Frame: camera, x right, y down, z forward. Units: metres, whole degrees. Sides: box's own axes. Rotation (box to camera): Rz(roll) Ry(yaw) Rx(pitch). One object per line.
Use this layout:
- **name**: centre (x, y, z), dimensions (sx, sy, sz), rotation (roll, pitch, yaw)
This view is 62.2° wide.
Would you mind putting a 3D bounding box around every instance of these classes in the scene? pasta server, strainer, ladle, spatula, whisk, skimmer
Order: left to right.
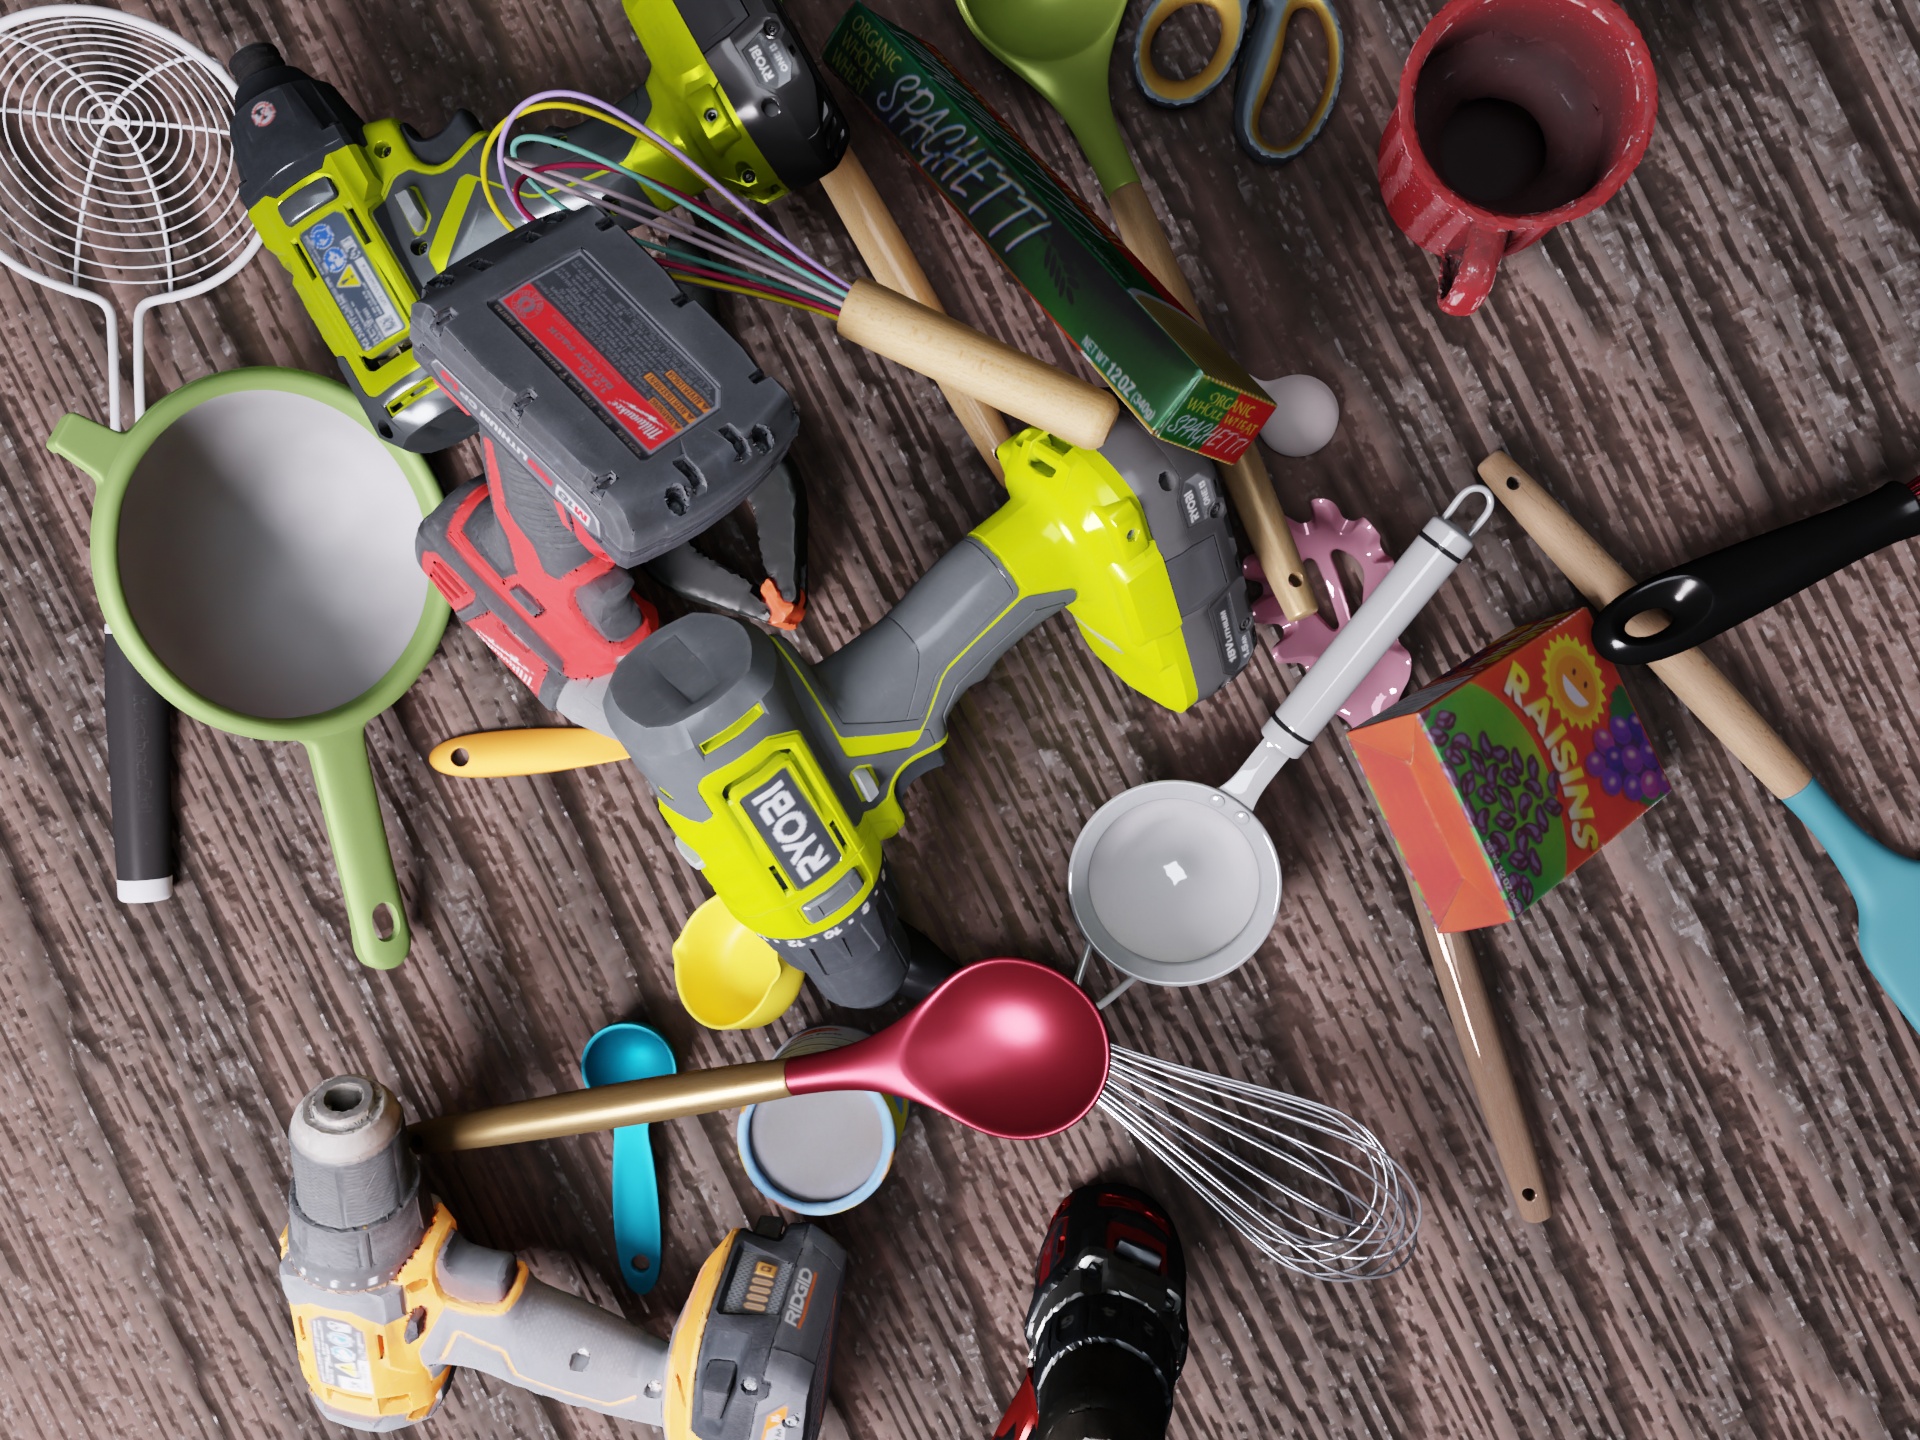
- **skimmer**: centre (-0.351, -0.099, 0.666), dimensions (0.127, 0.090, 0.363), rotation (-2, 95, -25)
- **strainer**: centre (-0.284, -0.017, 0.673), dimensions (0.069, 0.151, 0.256), rotation (4, 110, 39)
- **ladle**: centre (-0.091, 0.147, 0.631), dimensions (0.315, 0.031, 0.069), rotation (-12, 85, 16)
- **whisk**: centre (-0.059, -0.150, 0.556), dimensions (0.245, 0.051, 0.047), rotation (26, 62, 5)
- **whisk**: centre (0.060, 0.146, 0.665), dimensions (0.284, 0.070, 0.070), rotation (28, 94, 8)
- **ladle**: centre (0.077, -0.190, 0.625), dimensions (0.078, 0.062, 0.320), rotation (-20, 83, -7)
- **strainer**: centre (0.126, 0.013, 0.636), dimensions (0.087, 0.050, 0.258), rotation (36, 107, -1)
- **pasta server**: centre (0.190, 0.061, 0.657), dimensions (0.060, 0.040, 0.316), rotation (-18, 92, 23)
- **spatula**: centre (0.325, 0.008, 0.641), dimensions (0.082, 0.044, 0.317), rotation (-43, 88, 9)
- **whisk**: centre (0.384, -0.090, 0.615), dimensions (0.296, 0.073, 0.073), rotation (-24, 91, 3)

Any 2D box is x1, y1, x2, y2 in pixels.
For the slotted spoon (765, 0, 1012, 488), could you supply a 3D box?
- **slotted spoon**: centre (-0.052, -0.237, 0.669), dimensions (0.070, 0.031, 0.314), rotation (-29, 91, 8)

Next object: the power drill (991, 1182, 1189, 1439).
- **power drill**: centre (0.024, 0.306, 0.609), dimensions (0.080, 0.188, 0.226), rotation (24, 98, 4)

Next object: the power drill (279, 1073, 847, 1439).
- **power drill**: centre (-0.164, 0.230, 0.642), dimensions (0.226, 0.084, 0.185), rotation (11, 125, 4)

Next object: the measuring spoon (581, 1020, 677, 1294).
- **measuring spoon**: centre (-0.142, 0.191, 0.703), dimensions (0.042, 0.021, 0.128), rotation (0, 102, 4)

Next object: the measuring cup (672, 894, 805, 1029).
- **measuring cup**: centre (-0.081, 0.056, 0.684), dimensions (0.062, 0.029, 0.156), rotation (5, 78, 35)

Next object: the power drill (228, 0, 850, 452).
- **power drill**: centre (-0.173, -0.234, 0.628), dimensions (0.223, 0.080, 0.171), rotation (-29, 91, 9)

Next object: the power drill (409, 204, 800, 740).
- **power drill**: centre (-0.139, -0.070, 0.596), dimensions (0.143, 0.219, 0.078), rotation (45, 61, 4)

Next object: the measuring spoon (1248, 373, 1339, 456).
- **measuring spoon**: centre (0.101, -0.147, 0.664), dimensions (0.124, 0.018, 0.034), rotation (26, 94, 4)

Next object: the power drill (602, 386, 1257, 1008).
- **power drill**: centre (-0.001, -0.002, 0.605), dimensions (0.228, 0.190, 0.080), rotation (-37, 45, -12)

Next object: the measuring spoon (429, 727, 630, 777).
- **measuring spoon**: centre (-0.177, 0.013, 0.696), dimensions (0.117, 0.011, 0.021), rotation (-4, 92, 5)
